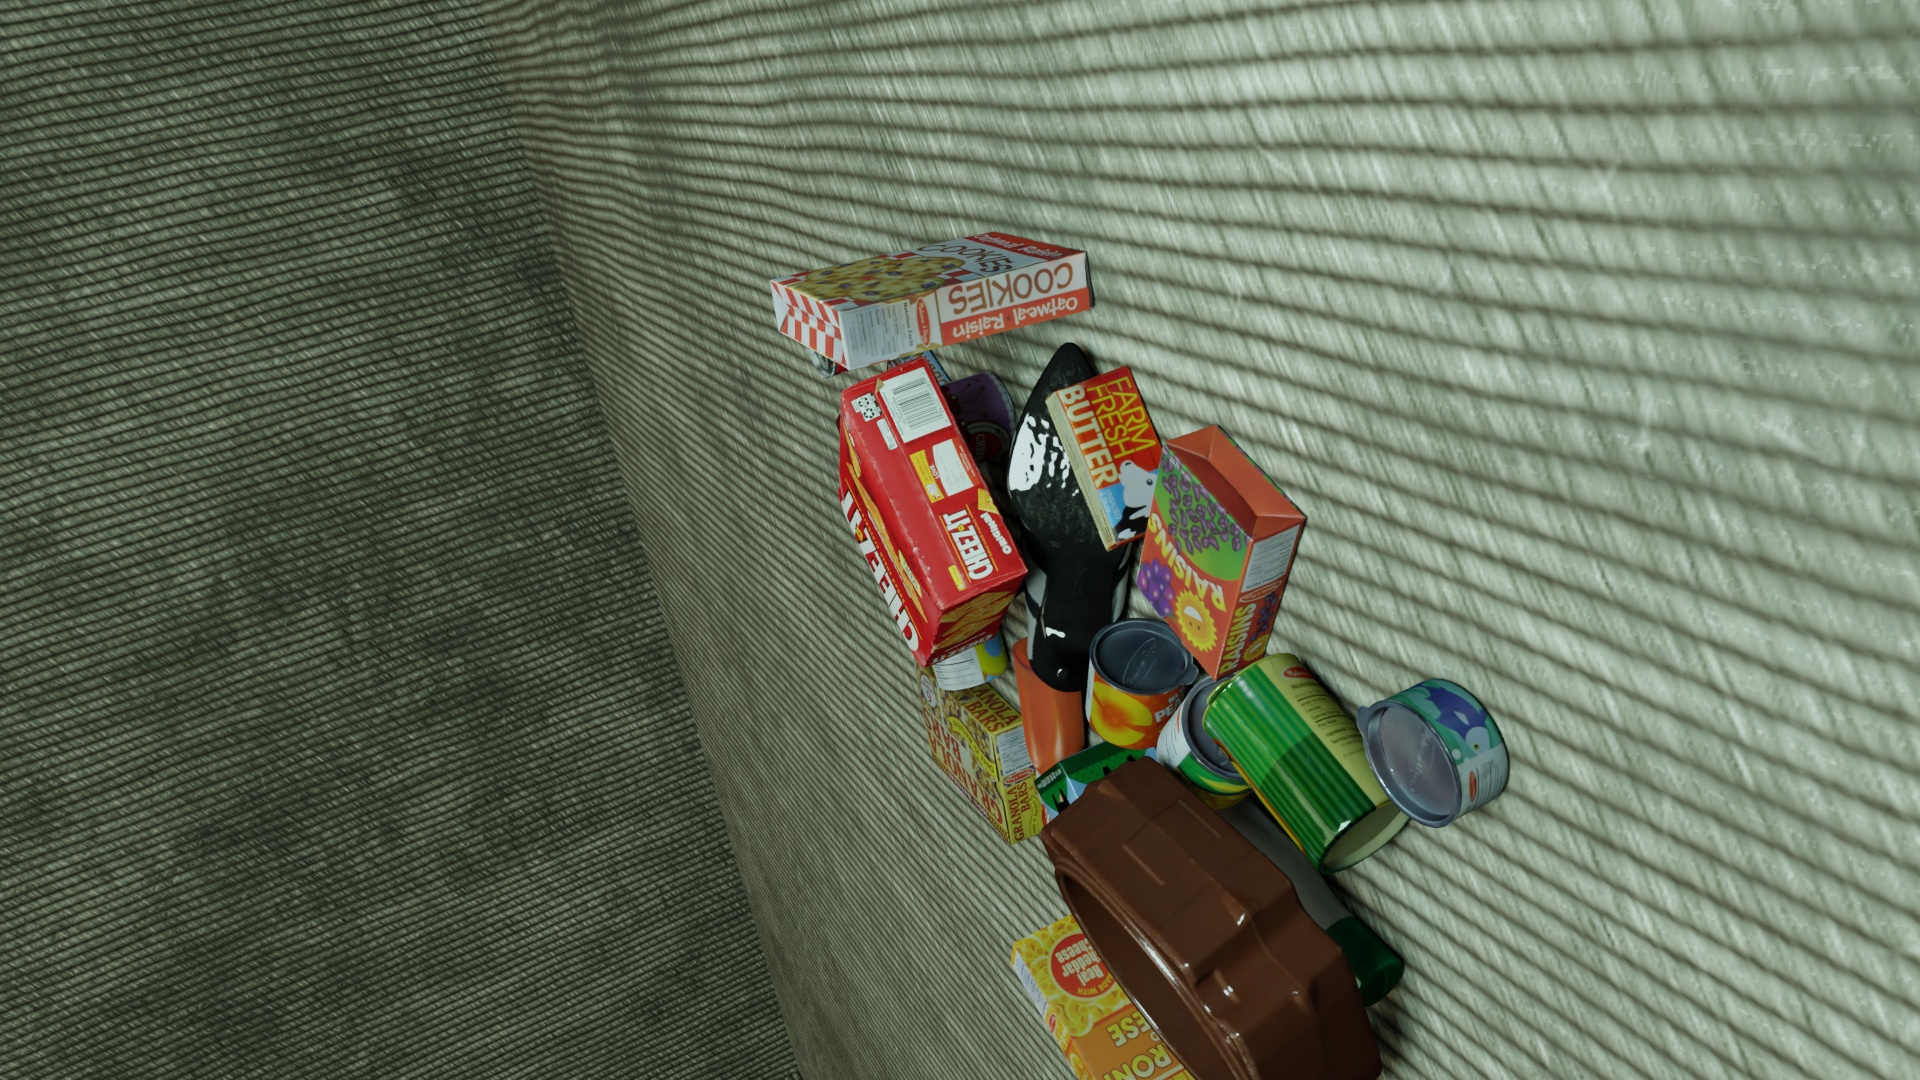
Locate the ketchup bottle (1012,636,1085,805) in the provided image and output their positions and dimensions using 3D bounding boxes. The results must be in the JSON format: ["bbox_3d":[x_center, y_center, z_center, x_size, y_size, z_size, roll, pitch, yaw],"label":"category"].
[{"bbox_3d":[0.074,0.149,1.103,0.065,0.044,0.148,42,146,53],"label":"ketchup bottle"}]

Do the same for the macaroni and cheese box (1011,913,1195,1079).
[{"bbox_3d":[0.131,0.347,1.023,0.167,0.124,0.040,54,156,35],"label":"macaroni and cheese box"}]

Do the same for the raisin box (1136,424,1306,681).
[{"bbox_3d":[0.145,0.009,0.796,0.086,0.040,0.122,53,155,36],"label":"raisin box"}]

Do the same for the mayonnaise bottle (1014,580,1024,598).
[{"bbox_3d":[0.004,-0.014,1.134,0.148,0.041,0.064,57,154,29],"label":"mayonnaise bottle"}]

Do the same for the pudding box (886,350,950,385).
[{"bbox_3d":[-0.030,-0.121,1.135,0.084,0.030,0.049,59,158,29],"label":"pudding box"}]

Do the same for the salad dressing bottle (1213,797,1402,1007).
[{"bbox_3d":[0.202,0.216,0.840,0.148,0.044,0.064,45,154,46],"label":"salad dressing bottle"}]

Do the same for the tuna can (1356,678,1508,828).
[{"bbox_3d":[0.229,0.101,0.677,0.071,0.033,0.070,51,153,41],"label":"tuna can"}]

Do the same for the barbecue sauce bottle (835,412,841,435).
[{"bbox_3d":[-0.057,-0.041,1.137,0.064,0.044,0.148,-38,71,63],"label":"barbecue sauce bottle"}]

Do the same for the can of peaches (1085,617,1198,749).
[{"bbox_3d":[0.118,0.095,0.909,0.071,0.071,0.057,52,153,40],"label":"can of peaches"}]

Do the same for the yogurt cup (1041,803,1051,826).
[{"bbox_3d":[0.097,0.221,1.082,0.054,0.072,0.072,-137,32,-65],"label":"yogurt cup"}]

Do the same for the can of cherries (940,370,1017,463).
[{"bbox_3d":[0.004,-0.086,1.040,0.072,0.058,0.071,52,153,41],"label":"can of cherries"}]

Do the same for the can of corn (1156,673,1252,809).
[{"bbox_3d":[0.159,0.122,0.833,0.071,0.071,0.058,61,159,22],"label":"can of corn"}]

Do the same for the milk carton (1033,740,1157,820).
[{"bbox_3d":[0.133,0.238,0.991,0.191,0.074,0.072,64,159,14],"label":"milk carton"}]

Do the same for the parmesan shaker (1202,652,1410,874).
[{"bbox_3d":[0.186,0.120,0.749,0.103,0.071,0.071,54,155,36],"label":"parmesan shaker"}]

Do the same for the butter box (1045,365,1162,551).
[{"bbox_3d":[0.095,-0.051,0.848,0.103,0.053,0.024,68,162,6],"label":"butter box"}]

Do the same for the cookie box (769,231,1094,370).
[{"bbox_3d":[-0.019,-0.155,0.880,0.123,0.168,0.040,34,136,58],"label":"cookie box"}]

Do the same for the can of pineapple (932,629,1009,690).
[{"bbox_3d":[0.005,0.089,1.195,0.071,0.071,0.057,9,117,67],"label":"can of pineapple"}]

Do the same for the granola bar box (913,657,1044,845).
[{"bbox_3d":[0.015,0.188,1.295,0.166,0.039,0.123,37,142,56],"label":"granola bar box"}]
